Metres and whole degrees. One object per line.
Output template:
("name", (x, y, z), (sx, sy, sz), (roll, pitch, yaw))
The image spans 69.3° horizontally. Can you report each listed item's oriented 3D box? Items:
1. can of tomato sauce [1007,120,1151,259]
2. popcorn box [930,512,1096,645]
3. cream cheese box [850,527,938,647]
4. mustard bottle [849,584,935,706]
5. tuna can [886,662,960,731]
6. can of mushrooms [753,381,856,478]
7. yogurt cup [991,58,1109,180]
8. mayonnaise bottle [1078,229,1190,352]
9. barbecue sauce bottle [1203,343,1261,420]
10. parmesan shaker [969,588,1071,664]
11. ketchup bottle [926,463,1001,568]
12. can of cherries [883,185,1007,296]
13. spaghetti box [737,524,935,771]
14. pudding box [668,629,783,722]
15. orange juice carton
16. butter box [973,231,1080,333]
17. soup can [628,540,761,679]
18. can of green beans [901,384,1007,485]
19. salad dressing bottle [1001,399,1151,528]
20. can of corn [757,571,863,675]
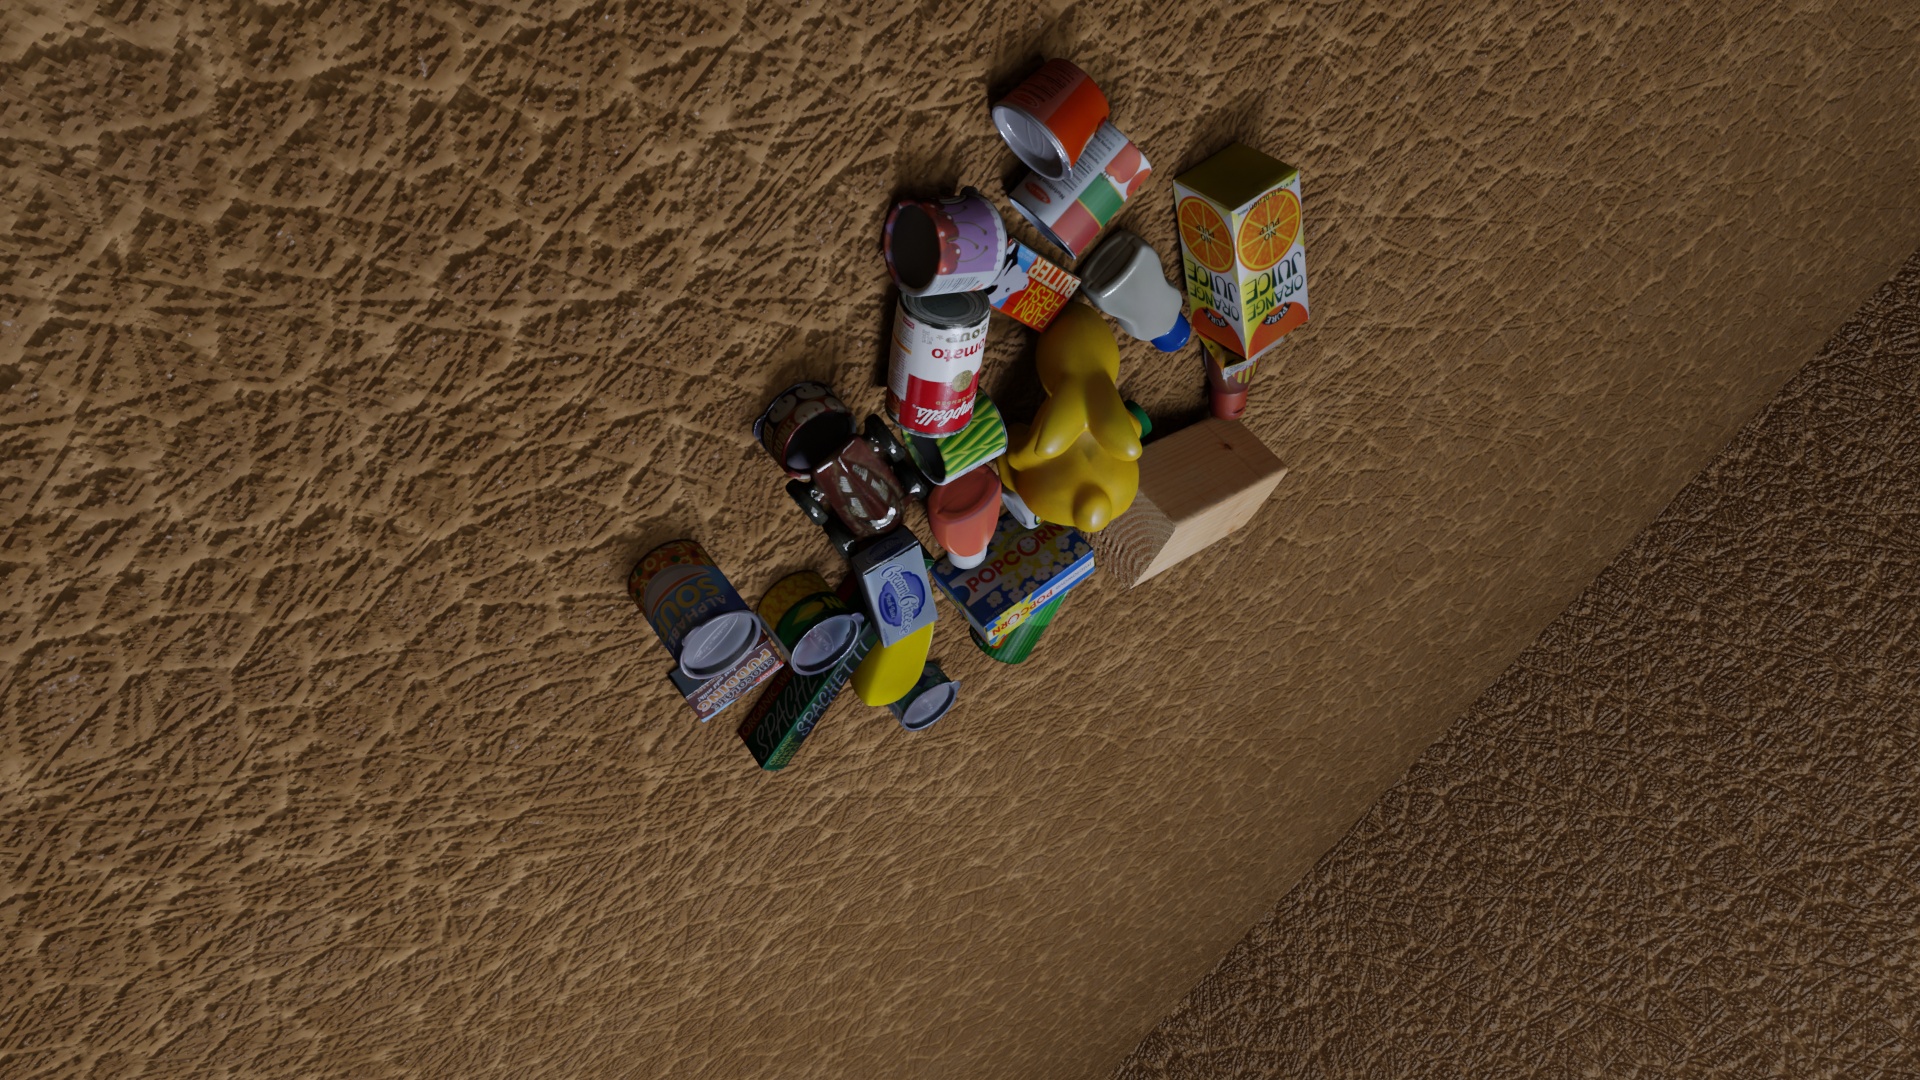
("can of tomato sauce", (0.086, -0.254, 0.994), (0.083, 0.071, 0.071), (-48, 148, 7))
("popcorn box", (0.049, 0.025, 1.267), (0.127, 0.085, 0.038), (-35, 149, -14))
("cream cheese box", (-0.053, 0.040, 1.135), (0.053, 0.024, 0.103), (-30, 141, -15))
("mustard bottle", (-0.054, 0.079, 1.251), (0.065, 0.049, 0.159), (-14, 137, -39))
("tuna can", (-0.037, 0.153, 1.374), (0.071, 0.033, 0.070), (-29, 146, -22))
("can of mushrooms", (-0.113, -0.079, 1.012), (0.071, 0.033, 0.070), (-29, 147, -21))
("yogurt cup", (0.063, -0.285, 0.934), (0.054, 0.072, 0.072), (-48, 149, -7))
("mayonnaise bottle", (0.152, -0.200, 1.157), (0.064, 0.041, 0.148), (-48, 150, 7))
("barbecue sauce bottle", (0.255, -0.175, 1.300), (0.065, 0.044, 0.147), (-31, 147, -18))
("parmesan shaker", (0.060, 0.062, 1.337), (0.071, 0.071, 0.102), (-2, 130, -47))
("ketchup bottle", (0.004, -0.015, 1.178), (0.065, 0.043, 0.148), (-39, 164, -12))
("can of cherries", (-0.012, -0.204, 0.947), (0.058, 0.072, 0.071), (-14, 138, -37))
("spaghetti box", (-0.111, 0.096, 1.206), (0.029, 0.050, 0.249), (14, 118, -52))
("pudding box", (-0.193, 0.107, 1.147), (0.084, 0.030, 0.049), (-35, 149, -12))
("orange juice carton", (0.237, -0.224, 1.160), (0.072, 0.073, 0.191), (-33, 136, -15))
("butter box", (0.046, -0.197, 1.056), (0.053, 0.024, 0.103), (-53, 147, 15))
("soup can", (-0.198, 0.049, 1.021), (0.071, 0.084, 0.071), (-29, 146, -22))
("can of green beans", (-0.006, -0.085, 1.093), (0.058, 0.071, 0.071), (-29, 146, -21))
("salad dressing bottle", (0.106, -0.071, 1.255), (0.148, 0.044, 0.064), (-38, 154, -9))
("can of corn", (-0.124, 0.066, 1.148), (0.071, 0.058, 0.070), (-29, 146, -22))
